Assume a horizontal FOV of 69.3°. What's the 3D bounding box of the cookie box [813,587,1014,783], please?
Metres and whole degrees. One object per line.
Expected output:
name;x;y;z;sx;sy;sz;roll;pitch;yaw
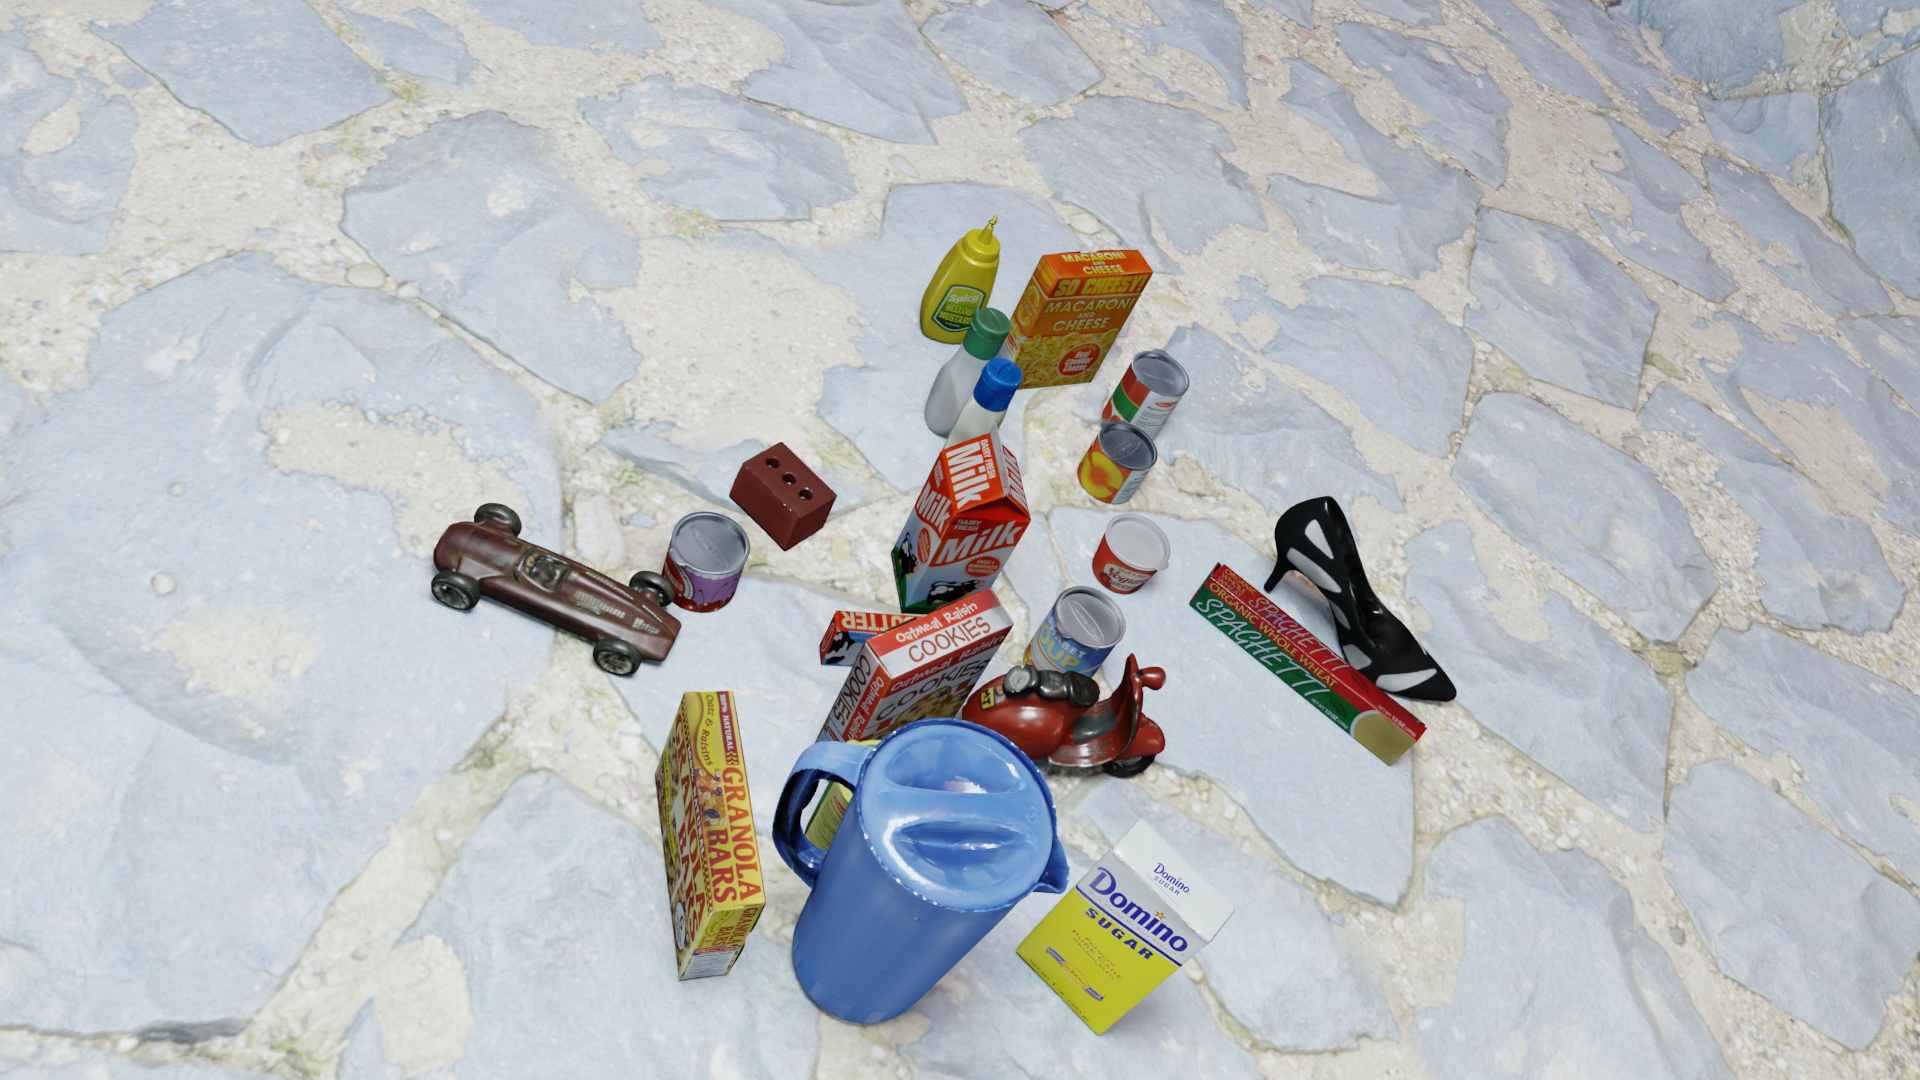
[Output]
cookie box;-0.041;0.116;1.096;0.123;0.166;0.040;-22;64;-36

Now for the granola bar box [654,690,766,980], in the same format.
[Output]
granola bar box;-0.180;0.208;0.986;0.039;0.123;0.166;1;52;-23

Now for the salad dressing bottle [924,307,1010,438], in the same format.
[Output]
salad dressing bottle;0.008;-0.165;1.368;0.044;0.146;0.064;-5;55;-28

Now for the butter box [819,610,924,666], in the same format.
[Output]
butter box;-0.064;0.086;1.189;0.103;0.052;0.024;5;50;-20

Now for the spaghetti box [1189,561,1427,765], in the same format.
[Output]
spaghetti box;0.332;0.118;1.343;0.250;0.050;0.029;40;47;11

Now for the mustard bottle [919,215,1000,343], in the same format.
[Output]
mustard bottle;0.006;-0.276;1.453;0.065;0.159;0.049;9;49;-17

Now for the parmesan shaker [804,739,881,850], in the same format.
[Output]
parmesan shaker;-0.076;0.203;1.051;0.071;0.102;0.072;13;48;-14

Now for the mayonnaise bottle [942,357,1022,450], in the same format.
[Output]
mayonnaise bottle;0.017;-0.111;1.327;0.041;0.147;0.065;33;46;4

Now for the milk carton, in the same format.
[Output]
milk carton;0.004;-0.015;1.211;0.073;0.189;0.072;4;51;-21

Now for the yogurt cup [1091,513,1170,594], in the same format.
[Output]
yogurt cup;0.163;0.016;1.351;0.072;0.053;0.073;13;48;-14

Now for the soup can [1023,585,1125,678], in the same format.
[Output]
soup can;0.098;0.091;1.237;0.071;0.083;0.072;13;48;-14

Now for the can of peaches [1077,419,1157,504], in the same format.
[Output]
can of peaches;0.159;-0.081;1.428;0.071;0.057;0.071;13;48;-14

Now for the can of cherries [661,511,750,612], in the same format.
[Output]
can of cherries;-0.219;0.019;1.173;0.071;0.058;0.072;13;48;-14

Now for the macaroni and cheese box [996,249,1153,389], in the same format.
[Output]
macaroni and cheese box;0.112;-0.231;1.458;0.124;0.165;0.040;-10;57;-30

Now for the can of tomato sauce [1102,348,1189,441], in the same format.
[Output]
can of tomato sauce;0.197;-0.153;1.488;0.071;0.082;0.071;13;48;-14
